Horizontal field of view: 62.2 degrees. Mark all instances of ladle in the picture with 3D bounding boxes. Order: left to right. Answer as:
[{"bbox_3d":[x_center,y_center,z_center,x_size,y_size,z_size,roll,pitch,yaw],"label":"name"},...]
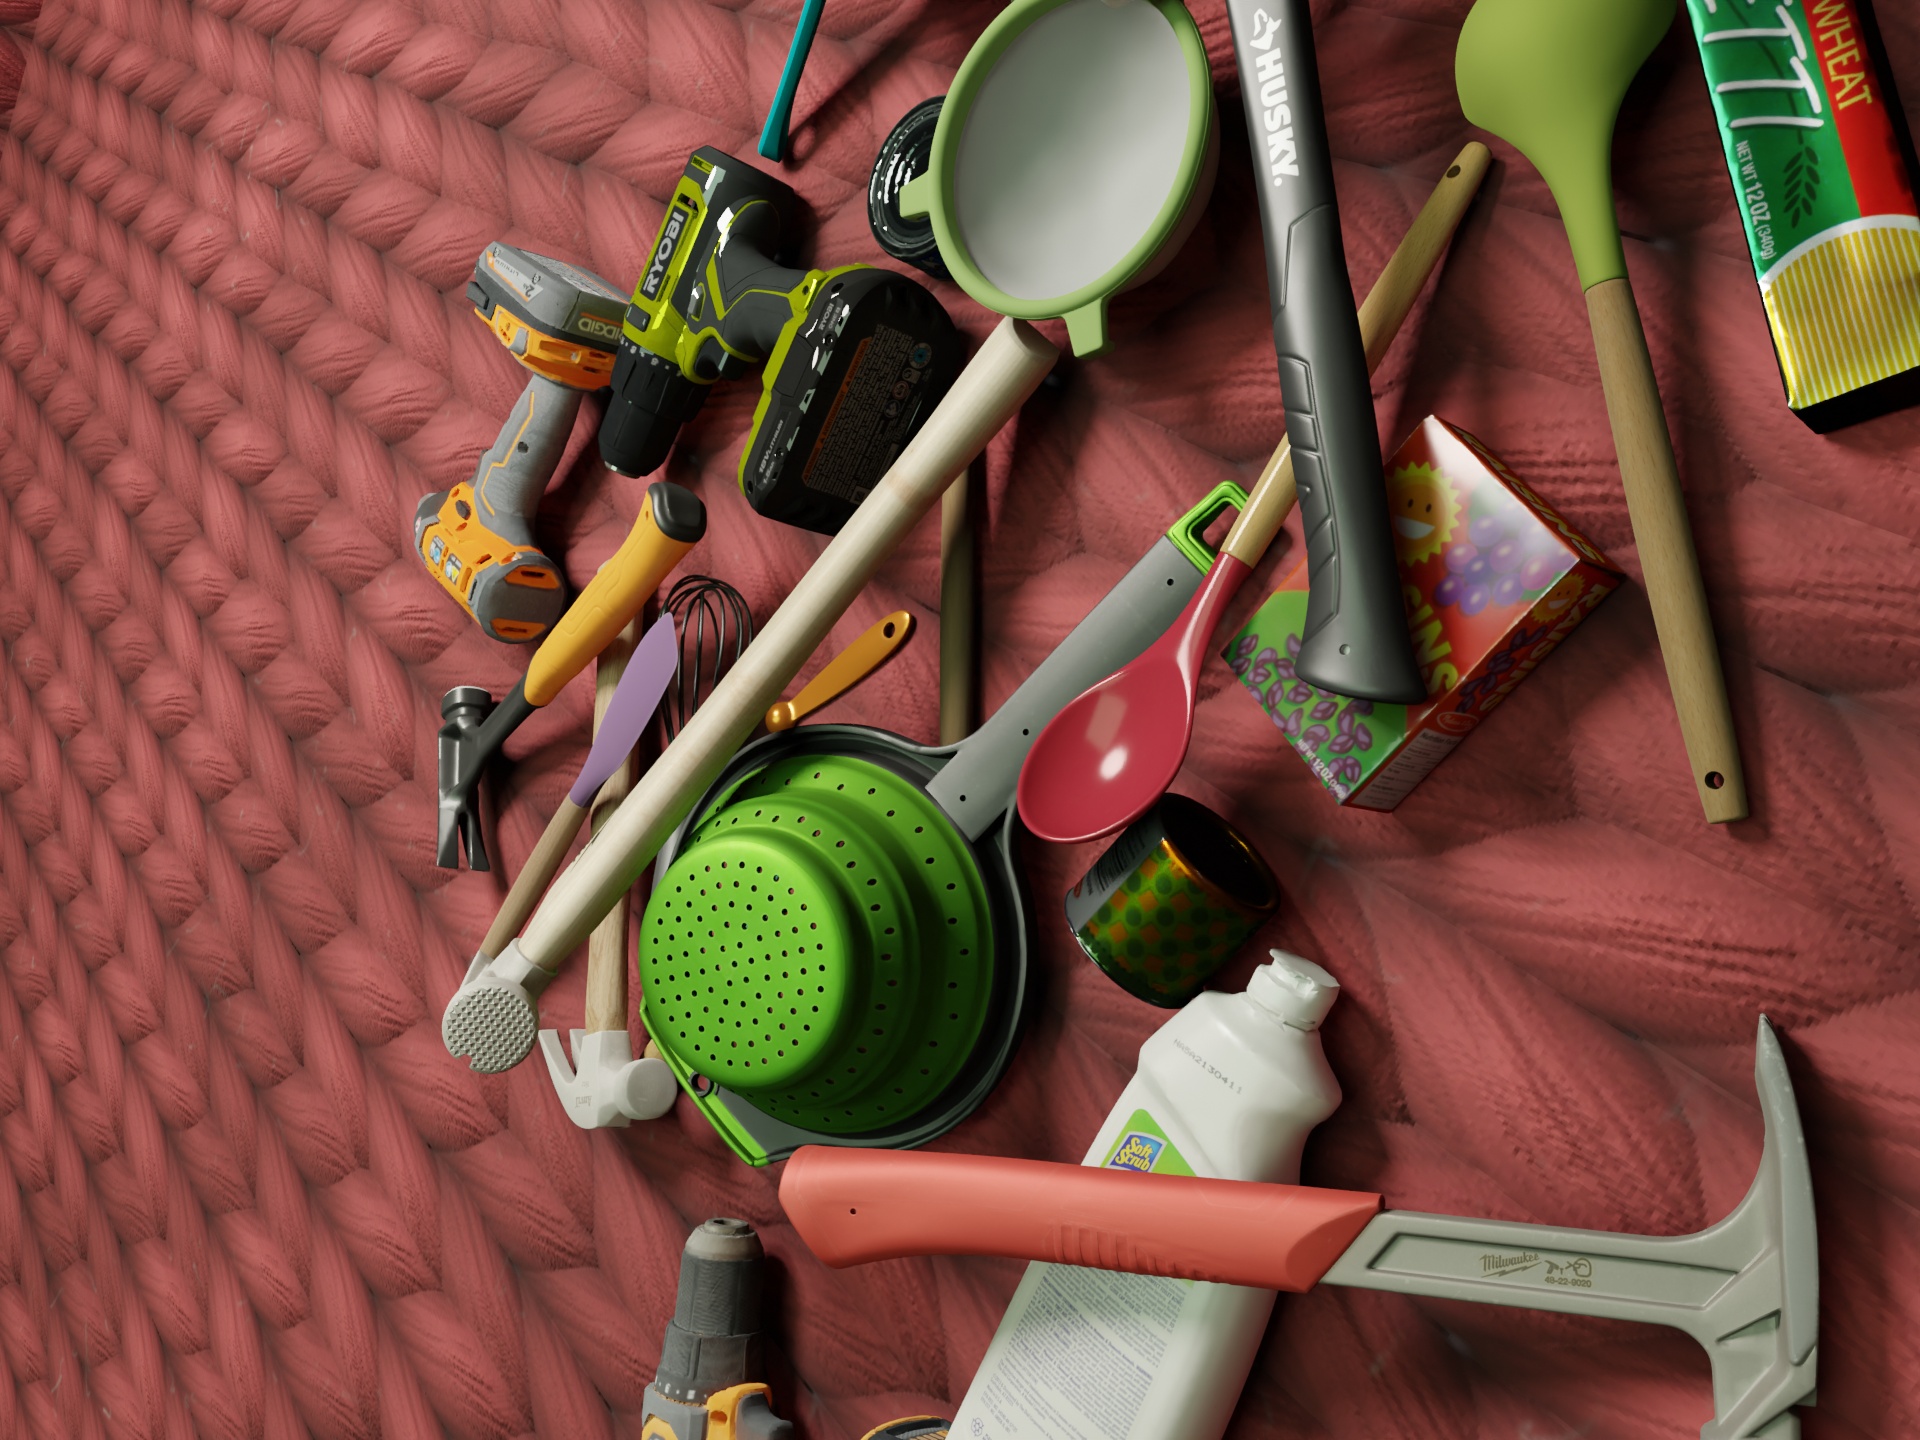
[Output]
[{"bbox_3d":[0.119,-0.086,0.619,0.069,0.031,0.315,34,94,46],"label":"ladle"},{"bbox_3d":[0.234,-0.123,0.552,0.078,0.062,0.320,-16,79,37],"label":"ladle"}]

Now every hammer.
[{"bbox_3d":[-0.237,-0.029,0.935,0.337,0.034,0.127,-38,51,44],"label":"hammer"},{"bbox_3d":[-0.201,0.065,0.916,0.130,0.031,0.331,-26,61,51],"label":"hammer"},{"bbox_3d":[-0.093,-0.022,0.738,0.410,0.038,0.146,-52,11,-7],"label":"hammer"},{"bbox_3d":[0.098,0.170,0.558,0.359,0.036,0.149,-2,82,26],"label":"hammer"},{"bbox_3d":[0.131,-0.169,0.581,0.146,0.035,0.335,-12,79,34],"label":"hammer"}]

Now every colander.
[{"bbox_3d":[-0.022,0.046,0.688,0.397,0.094,0.205,-47,71,18],"label":"colander"}]

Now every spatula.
[{"bbox_3d":[-0.227,0.060,0.912,0.315,0.018,0.060,-54,36,32],"label":"spatula"}]

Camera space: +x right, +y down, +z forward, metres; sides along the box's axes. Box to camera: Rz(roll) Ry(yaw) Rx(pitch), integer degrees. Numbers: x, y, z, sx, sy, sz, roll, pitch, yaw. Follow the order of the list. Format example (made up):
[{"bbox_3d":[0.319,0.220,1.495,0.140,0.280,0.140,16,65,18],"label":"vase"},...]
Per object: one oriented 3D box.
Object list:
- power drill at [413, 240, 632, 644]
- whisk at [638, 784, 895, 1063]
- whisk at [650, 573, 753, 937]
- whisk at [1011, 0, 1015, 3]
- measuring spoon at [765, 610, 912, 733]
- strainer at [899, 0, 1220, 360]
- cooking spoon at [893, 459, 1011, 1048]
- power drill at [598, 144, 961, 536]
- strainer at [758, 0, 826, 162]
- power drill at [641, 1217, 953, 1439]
[{"bbox_3d":[-0.291,-0.183,1.028,0.164,0.084,0.226,37,112,41],"label":"power drill"},{"bbox_3d":[-0.106,0.113,0.829,0.245,0.047,0.051,-53,39,29],"label":"whisk"},{"bbox_3d":[-0.145,0.035,0.856,0.055,0.055,0.239,-10,71,42],"label":"whisk"},{"bbox_3d":[0.088,-0.446,0.736,0.246,0.059,0.058,-58,11,25],"label":"whisk"},{"bbox_3d":[-0.066,-0.025,0.832,0.117,0.011,0.021,-36,60,34],"label":"measuring spoon"},{"bbox_3d":[0.088,-0.288,0.688,0.152,0.069,0.256,47,115,32],"label":"strainer"},{"bbox_3d":[-0.001,-0.002,0.762,0.069,0.017,0.319,-6,79,37],"label":"cooking spoon"},{"bbox_3d":[-0.115,-0.191,0.864,0.229,0.080,0.190,41,111,43],"label":"power drill"},{"bbox_3d":[-0.016,-0.408,0.800,0.340,0.095,0.211,124,164,-49],"label":"strainer"},{"bbox_3d":[-0.071,0.341,0.731,0.226,0.084,0.185,-3,79,48],"label":"power drill"}]
